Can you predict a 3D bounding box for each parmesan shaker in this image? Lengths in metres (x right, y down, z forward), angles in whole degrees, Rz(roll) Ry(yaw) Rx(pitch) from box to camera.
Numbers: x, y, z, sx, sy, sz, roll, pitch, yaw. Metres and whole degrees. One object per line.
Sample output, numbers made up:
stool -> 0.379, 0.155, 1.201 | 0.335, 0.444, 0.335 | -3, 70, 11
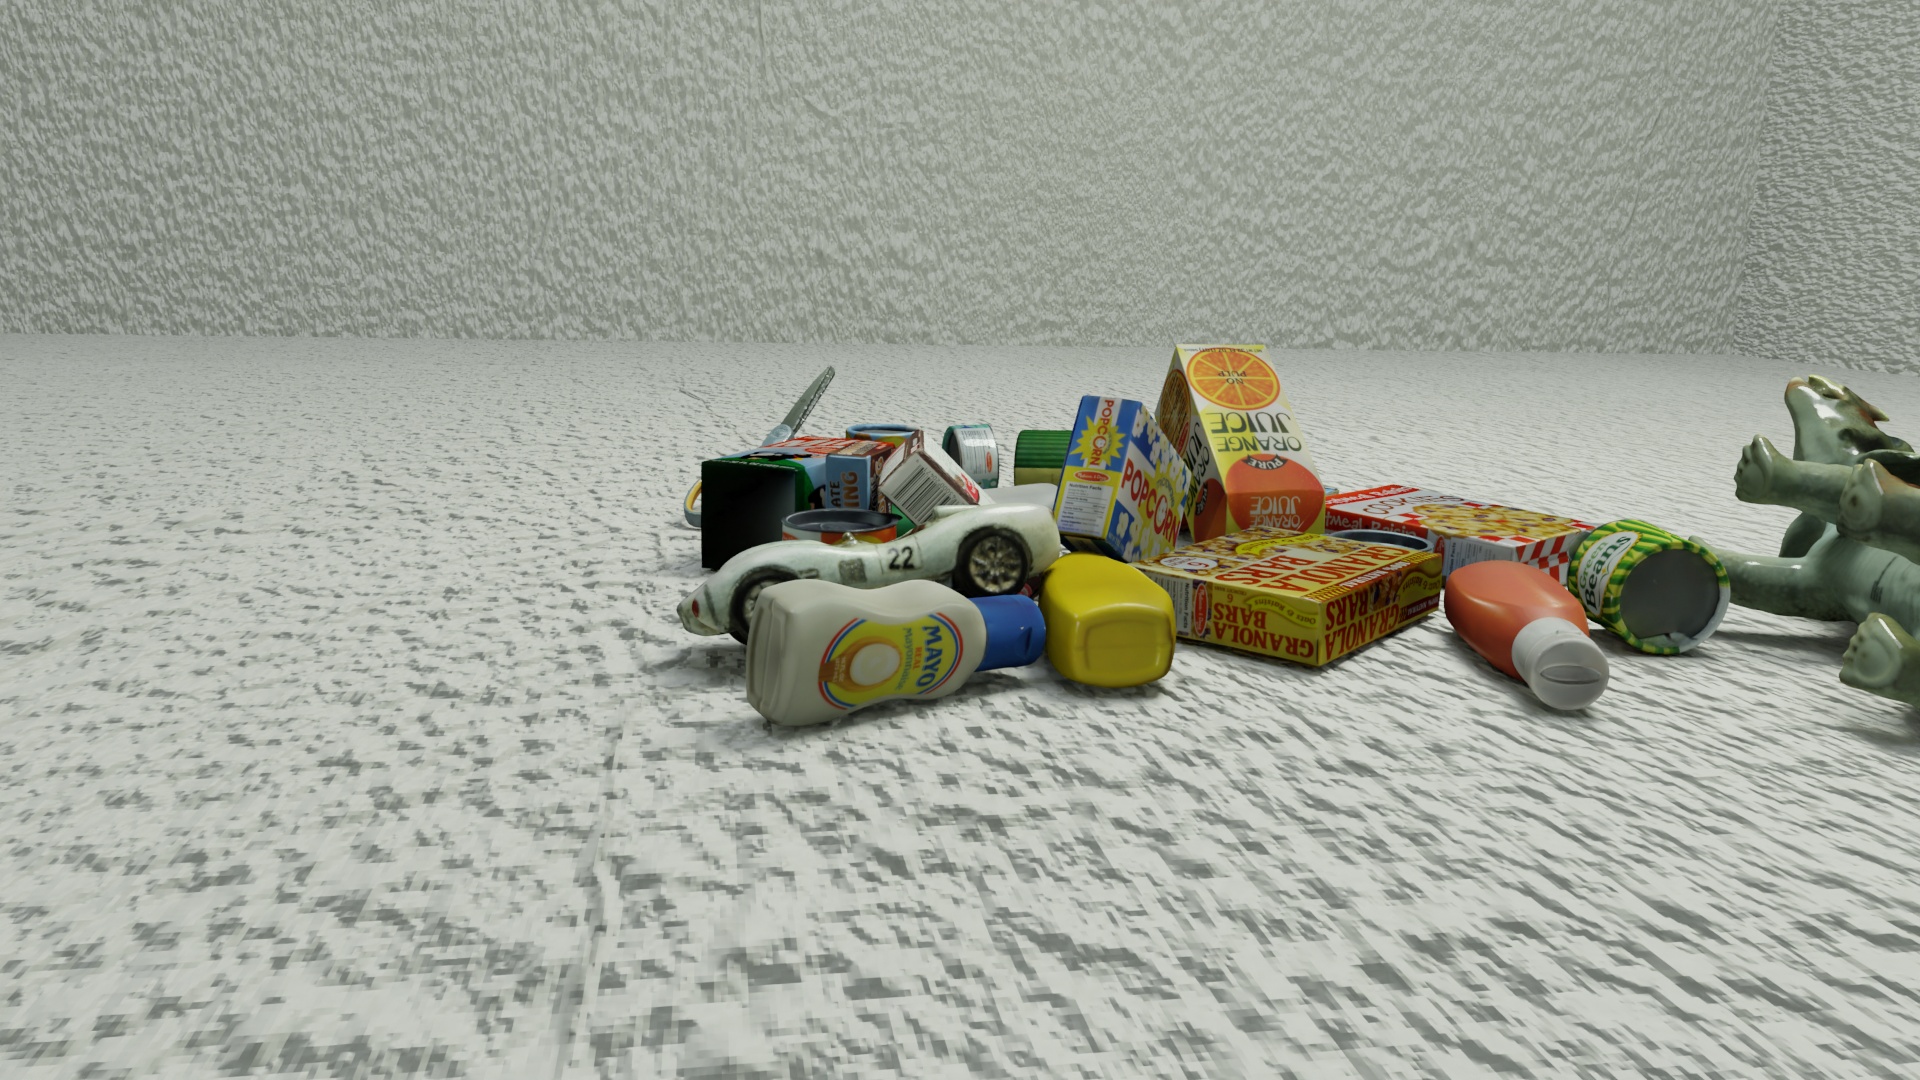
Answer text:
parmesan shaker -> 0.099, -0.059, 1.118 | 0.103, 0.071, 0.071 | 2, 12, 12

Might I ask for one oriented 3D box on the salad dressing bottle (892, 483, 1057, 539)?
salad dressing bottle -> 0.003, -0.012, 0.970 | 0.148, 0.044, 0.064 | -7, 15, -29

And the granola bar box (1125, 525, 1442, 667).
granola bar box -> 0.190, 0.029, 0.811 | 0.124, 0.039, 0.166 | 11, 15, 39

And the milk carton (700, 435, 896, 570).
milk carton -> -0.100, -0.030, 0.967 | 0.072, 0.073, 0.191 | 6, 13, 20

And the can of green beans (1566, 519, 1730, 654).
can of green beans -> 0.388, 0.026, 0.786 | 0.071, 0.071, 0.058 | 1, 12, -1

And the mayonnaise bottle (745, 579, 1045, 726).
mayonnaise bottle -> -0.027, 0.048, 0.652 | 0.148, 0.064, 0.041 | -3, 19, -37

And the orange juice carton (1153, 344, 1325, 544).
orange juice carton -> 0.198, -0.050, 0.981 | 0.072, 0.072, 0.193 | -1, 48, -10

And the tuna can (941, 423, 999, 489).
tuna can -> 0.007, -0.063, 1.152 | 0.033, 0.071, 0.071 | -3, 13, -16

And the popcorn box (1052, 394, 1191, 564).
popcorn box -> 0.097, -0.024, 0.827 | 0.038, 0.085, 0.126 | 8, -14, 25

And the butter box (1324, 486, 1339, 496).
butter box -> 0.262, -0.028, 1.113 | 0.053, 0.024, 0.104 | 10, 15, 31

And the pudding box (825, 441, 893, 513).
pudding box -> -0.065, -0.018, 0.892 | 0.030, 0.083, 0.050 | 5, 12, 17

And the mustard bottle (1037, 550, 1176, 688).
mustard bottle -> 0.071, 0.036, 0.744 | 0.065, 0.048, 0.160 | -1, 11, -4

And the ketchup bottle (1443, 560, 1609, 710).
ketchup bottle -> 0.299, 0.047, 0.729 | 0.065, 0.043, 0.149 | 2, 12, 8

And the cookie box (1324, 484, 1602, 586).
cookie box -> 0.337, -0.001, 0.968 | 0.123, 0.040, 0.167 | -9, 17, -40

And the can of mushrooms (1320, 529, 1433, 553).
can of mushrooms -> 0.267, 0.015, 0.898 | 0.071, 0.033, 0.071 | 1, 13, 0

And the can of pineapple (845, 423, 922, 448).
can of pineapple -> -0.066, -0.066, 1.172 | 0.071, 0.057, 0.071 | 1, 12, 0

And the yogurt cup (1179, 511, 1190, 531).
yogurt cup -> 0.166, -0.037, 1.058 | 0.054, 0.072, 0.072 | -16, 19, -31

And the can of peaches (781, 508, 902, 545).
can of peaches -> -0.067, 0.016, 0.798 | 0.071, 0.058, 0.071 | 2, 11, 0
